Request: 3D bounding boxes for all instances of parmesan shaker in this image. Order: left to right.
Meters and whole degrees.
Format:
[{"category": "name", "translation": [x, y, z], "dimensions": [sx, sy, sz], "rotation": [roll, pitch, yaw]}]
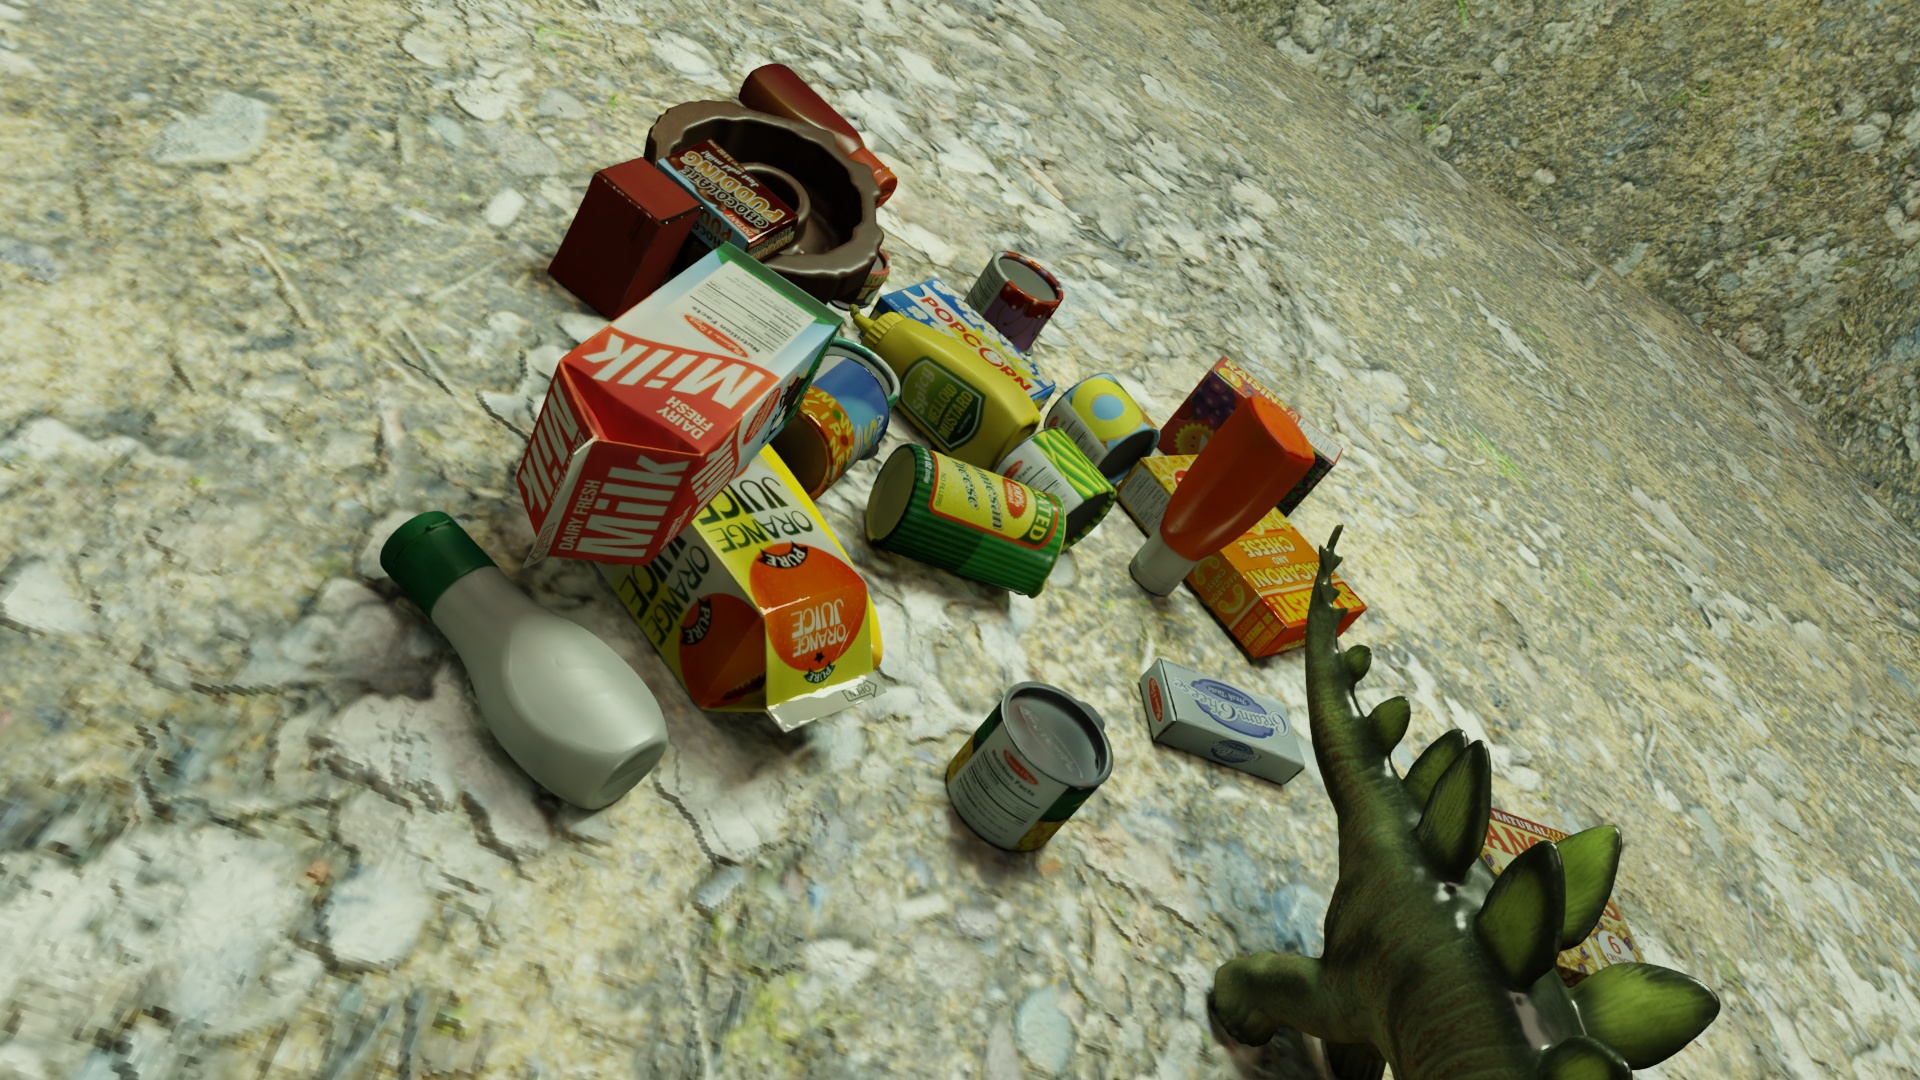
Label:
[{"category": "parmesan shaker", "translation": [0.003, -0.010, 0.834], "dimensions": [0.103, 0.071, 0.071], "rotation": [19, 36, -25]}]

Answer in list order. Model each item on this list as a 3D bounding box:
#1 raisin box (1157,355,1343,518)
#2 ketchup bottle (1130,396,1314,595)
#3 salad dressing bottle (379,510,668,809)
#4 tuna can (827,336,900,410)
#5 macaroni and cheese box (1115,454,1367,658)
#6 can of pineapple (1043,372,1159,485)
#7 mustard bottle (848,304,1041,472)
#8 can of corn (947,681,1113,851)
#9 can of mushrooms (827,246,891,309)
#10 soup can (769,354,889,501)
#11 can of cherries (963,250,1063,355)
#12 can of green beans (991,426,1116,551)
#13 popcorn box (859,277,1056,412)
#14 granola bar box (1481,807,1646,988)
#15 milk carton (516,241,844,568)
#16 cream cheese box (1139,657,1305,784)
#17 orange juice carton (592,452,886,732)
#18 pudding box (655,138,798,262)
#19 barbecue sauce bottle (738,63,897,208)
[{"category": "raisin box", "translation": [0.229, -0.076, 1.113], "dimensions": [0.123, 0.085, 0.040], "rotation": [40, 37, 5]}, {"category": "ketchup bottle", "translation": [0.170, -0.024, 0.931], "dimensions": [0.043, 0.148, 0.065], "rotation": [11, 41, -36]}, {"category": "salad dressing bottle", "translation": [-0.190, 0.048, 0.597], "dimensions": [0.148, 0.043, 0.064], "rotation": [44, 35, 14]}, {"category": "tuna can", "translation": [-0.077, -0.101, 0.906], "dimensions": [0.071, 0.032, 0.071], "rotation": [25, 33, -18]}, {"category": "macaroni and cheese box", "translation": [0.207, 0.008, 1.028], "dimensions": [0.124, 0.040, 0.167], "rotation": [-6, 51, -47]}, {"category": "can of pineapple", "translation": [0.105, -0.081, 1.019], "dimensions": [0.071, 0.070, 0.058], "rotation": [-8, 53, -48]}, {"category": "mustard bottle", "translation": [-0.022, -0.111, 0.947], "dimensions": [0.160, 0.065, 0.049], "rotation": [39, 26, 15]}, {"category": "can of corn", "translation": [0.036, 0.115, 0.710], "dimensions": [0.071, 0.058, 0.071], "rotation": [25, 34, -18]}, {"category": "can of mushrooms", "translation": [-0.086, -0.204, 1.030], "dimensions": [0.071, 0.033, 0.071], "rotation": [26, 33, -18]}, {"category": "soup can", "translation": [-0.086, -0.064, 0.819], "dimensions": [0.071, 0.071, 0.084], "rotation": [37, 33, 1]}, {"category": "can of cherries", "translation": [0.042, -0.187, 1.105], "dimensions": [0.071, 0.058, 0.072], "rotation": [24, 34, -18]}, {"category": "can of green beans", "translation": [0.060, -0.032, 0.915], "dimensions": [0.071, 0.071, 0.058], "rotation": [-12, 57, -50]}, {"category": "popcorn box", "translation": [0.000, -0.132, 1.013], "dimensions": [0.127, 0.038, 0.085], "rotation": [43, 34, 9]}, {"category": "granola bar box", "translation": [0.351, 0.228, 0.882], "dimensions": [0.165, 0.039, 0.125], "rotation": [21, 35, -24]}, {"category": "milk carton", "translation": [-0.132, -0.058, 0.627], "dimensions": [0.073, 0.072, 0.191], "rotation": [34, 36, -1]}, {"category": "cream cheese box", "translation": [0.163, 0.113, 0.866], "dimensions": [0.104, 0.024, 0.053], "rotation": [21, 35, -22]}, {"category": "orange juice carton", "translation": [-0.117, 0.012, 0.683], "dimensions": [0.193, 0.072, 0.072], "rotation": [49, 35, 19]}, {"category": "pudding box", "translation": [-0.150, -0.212, 0.879], "dimensions": [0.084, 0.030, 0.050], "rotation": [43, 49, 11]}, {"category": "barbecue sauce bottle", "translation": [-0.116, -0.338, 1.165], "dimensions": [0.149, 0.043, 0.065], "rotation": [44, 33, 11]}]
